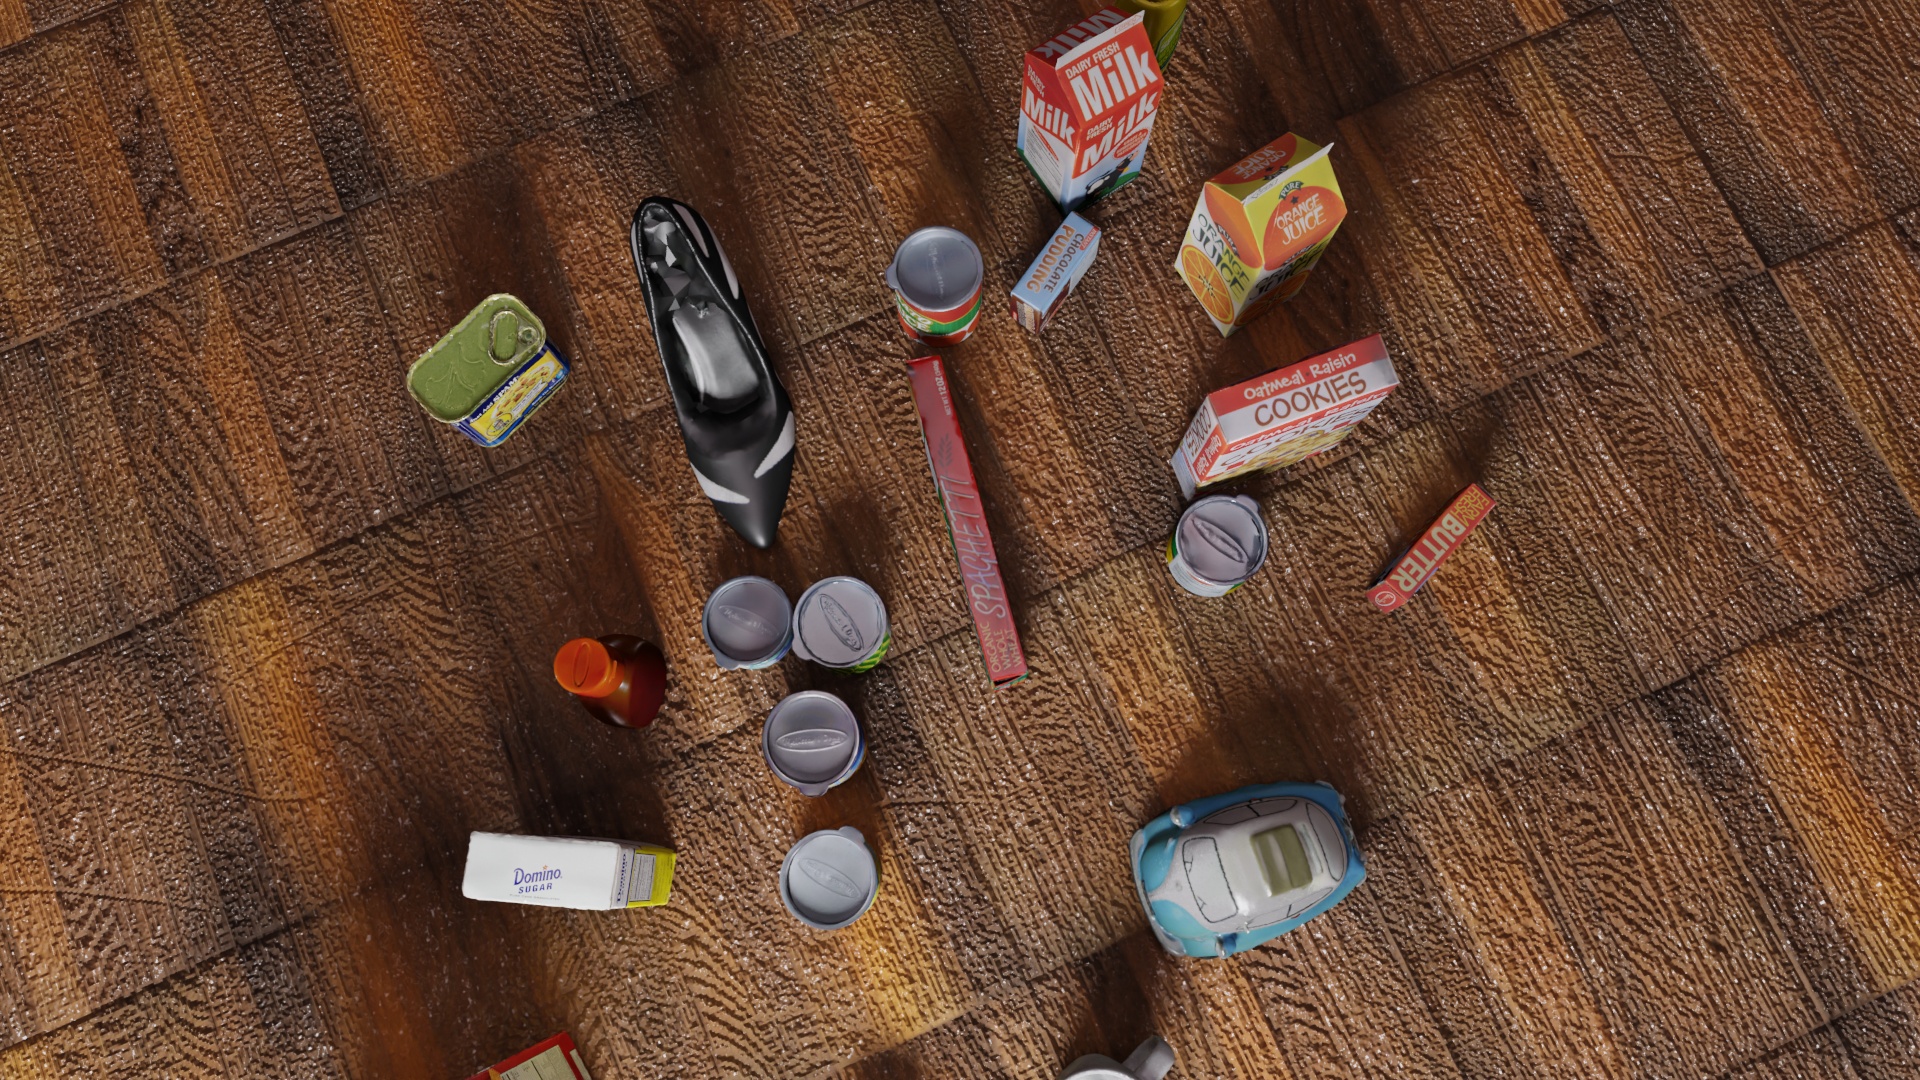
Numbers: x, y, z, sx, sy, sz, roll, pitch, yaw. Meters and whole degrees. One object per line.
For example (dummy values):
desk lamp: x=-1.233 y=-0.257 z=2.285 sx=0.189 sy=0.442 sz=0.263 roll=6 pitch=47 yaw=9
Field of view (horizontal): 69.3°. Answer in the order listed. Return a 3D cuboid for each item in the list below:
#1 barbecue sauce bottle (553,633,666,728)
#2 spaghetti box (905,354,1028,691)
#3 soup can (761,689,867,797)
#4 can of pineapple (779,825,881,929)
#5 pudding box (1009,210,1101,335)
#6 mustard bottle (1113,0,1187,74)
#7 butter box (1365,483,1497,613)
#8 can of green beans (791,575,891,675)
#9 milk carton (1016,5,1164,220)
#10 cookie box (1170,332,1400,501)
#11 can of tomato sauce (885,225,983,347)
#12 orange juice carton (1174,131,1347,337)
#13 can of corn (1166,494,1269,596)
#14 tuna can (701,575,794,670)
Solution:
barbecue sauce bottle: x=-0.238 y=0.093 z=0.949 sx=0.044 sy=0.148 sz=0.065 roll=7 pitch=79 yaw=2
spaghetti box: x=0.004 y=-0.013 z=1.020 sx=0.029 sy=0.050 sz=0.250 roll=-15 pitch=78 yaw=-3
soup can: x=-0.100 y=0.144 z=0.970 sx=0.071 sy=0.083 sz=0.071 roll=0 pitch=78 yaw=0
can of pineapple: x=-0.087 y=0.233 z=0.965 sx=0.071 sy=0.057 sz=0.071 roll=0 pitch=78 yaw=0
pudding box: x=0.072 y=-0.204 z=1.060 sx=0.030 sy=0.049 sz=0.084 roll=34 pitch=81 yaw=7
mustard bottle: x=0.142 y=-0.399 z=1.045 sx=0.049 sy=0.160 sz=0.065 roll=34 pitch=81 yaw=7
butter box: x=0.342 y=0.006 z=1.013 sx=0.024 sy=0.053 sz=0.103 roll=43 pitch=82 yaw=8
can of green beans: x=-0.084 y=0.062 z=1.001 sx=0.071 sy=0.057 sz=0.071 roll=0 pitch=78 yaw=0
milk carton: x=0.093 y=-0.317 z=1.012 sx=0.072 sy=0.190 sz=0.073 roll=-32 pitch=80 yaw=-6
cookie box: x=0.221 y=-0.083 z=0.974 sx=0.123 sy=0.167 sz=0.040 roll=-20 pitch=79 yaw=-4
can of tomato sauce: x=-0.018 y=-0.187 z=1.040 sx=0.071 sy=0.083 sz=0.071 roll=0 pitch=78 yaw=0
orange juice carton: x=0.214 y=-0.222 z=0.990 sx=0.072 sy=0.192 sz=0.073 roll=-32 pitch=80 yaw=-6
can of corn: x=0.188 y=0.003 z=1.012 sx=0.071 sy=0.058 sz=0.071 roll=0 pitch=78 yaw=0
tuna can: x=-0.154 y=0.063 z=1.014 sx=0.071 sy=0.032 sz=0.071 roll=0 pitch=78 yaw=0
